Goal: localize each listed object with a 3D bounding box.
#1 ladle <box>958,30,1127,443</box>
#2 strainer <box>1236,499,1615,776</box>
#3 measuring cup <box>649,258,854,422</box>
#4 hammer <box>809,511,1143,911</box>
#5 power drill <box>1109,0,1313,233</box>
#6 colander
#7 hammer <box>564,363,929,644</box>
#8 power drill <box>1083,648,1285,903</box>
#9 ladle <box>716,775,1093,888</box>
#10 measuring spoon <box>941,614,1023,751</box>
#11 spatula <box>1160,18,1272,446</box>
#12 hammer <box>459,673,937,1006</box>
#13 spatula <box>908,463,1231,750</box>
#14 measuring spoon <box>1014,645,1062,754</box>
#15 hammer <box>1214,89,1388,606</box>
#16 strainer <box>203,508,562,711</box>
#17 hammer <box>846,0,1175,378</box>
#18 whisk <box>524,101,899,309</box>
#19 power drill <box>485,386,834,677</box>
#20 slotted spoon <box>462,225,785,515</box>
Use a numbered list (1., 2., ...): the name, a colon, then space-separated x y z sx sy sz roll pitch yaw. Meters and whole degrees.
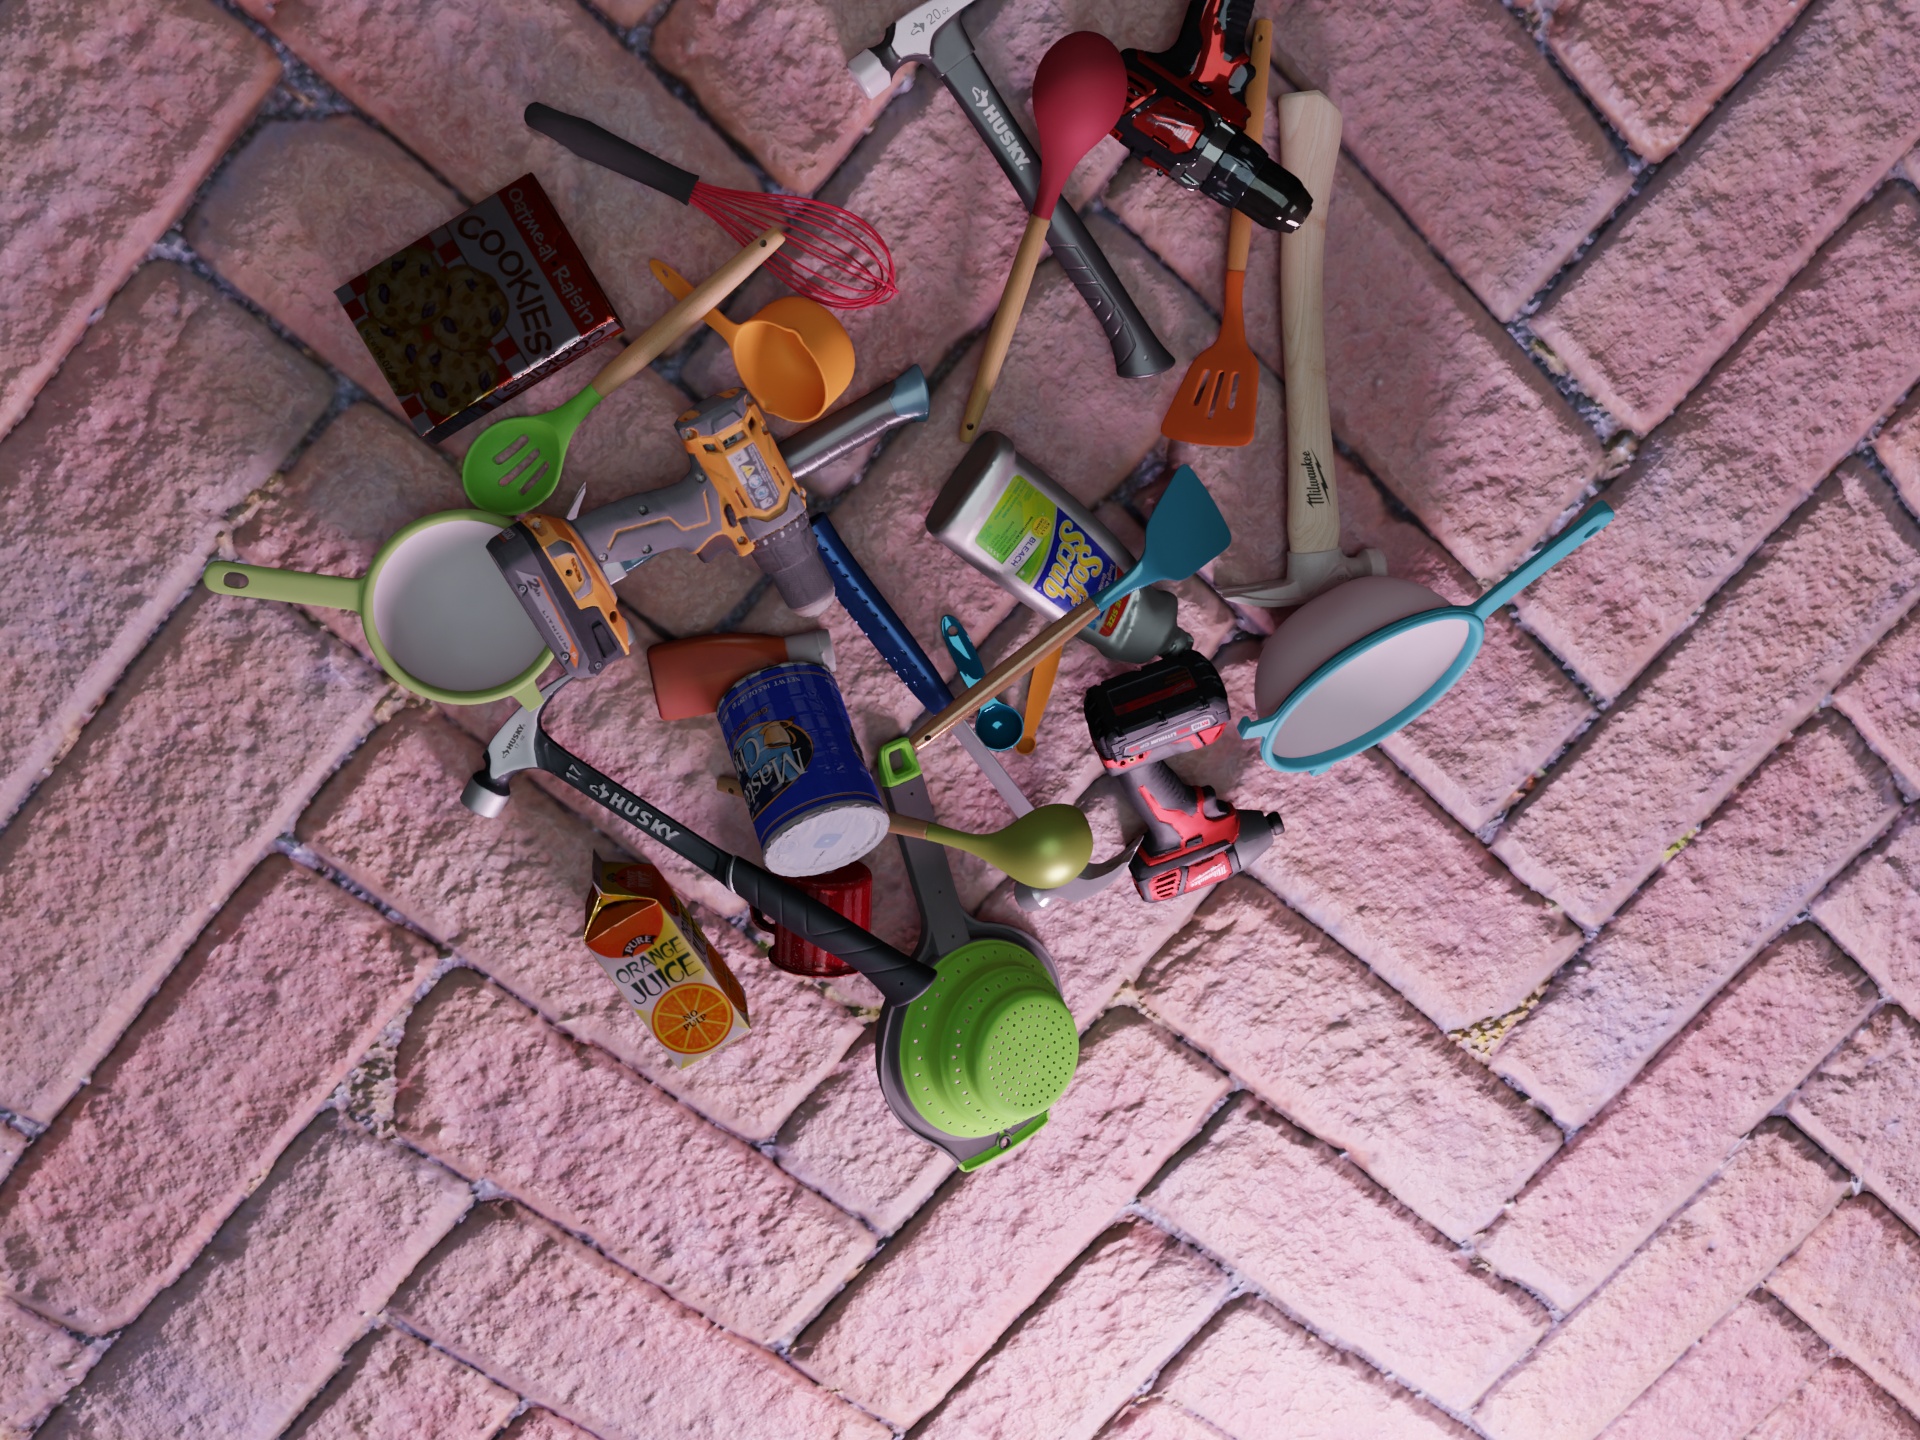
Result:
1. ladle: 0.051 -0.357 1.206 0.069 0.031 0.315 17 115 -7
2. strainer: 0.373 -0.093 1.325 0.340 0.095 0.210 -40 151 17
3. measuring cup: -0.155 -0.303 1.205 0.173 0.095 0.052 40 56 2
4. hammer: -0.002 -0.004 1.325 0.144 0.035 0.405 -22 113 43
5. power drill: 0.226 -0.496 1.182 0.188 0.080 0.226 33 103 -4
6. colander: 0.013 0.205 1.368 0.204 0.094 0.397 -23 104 -31
7. hammer: -0.169 -0.184 1.257 0.331 0.033 0.128 -29 113 0
8. power drill: 0.196 0.055 1.371 0.143 0.079 0.219 -20 126 3
9. ladle: -0.048 0.078 1.320 0.320 0.062 0.078 12 127 13
10. measuring spoon: 0.015 -0.034 1.358 0.042 0.021 0.128 -25 103 4
11. spatula: 0.217 -0.380 1.254 0.081 0.041 0.322 13 108 30
12. hammer: -0.198 0.110 1.296 0.409 0.036 0.149 32 99 -2
13. spatula: 0.085 -0.078 1.279 0.317 0.044 0.082 -37 115 0
14. measuring spoon: 0.067 -0.026 1.373 0.021 0.011 0.117 11 103 -15
15. hammer: 0.273 -0.294 1.302 0.146 0.038 0.410 -9 110 -6
16. strainer: -0.431 -0.098 1.207 0.256 0.069 0.151 6 104 -20
17. hammer: 0.068 -0.404 1.223 0.146 0.035 0.334 -37 112 4
18. whisk: -0.179 -0.382 1.172 0.295 0.073 0.073 23 104 -12
19. power drill: -0.215 -0.119 1.200 0.226 0.084 0.185 -33 115 -12
20. slotted spoon: -0.250 -0.261 1.186 0.313 0.031 0.070 -36 92 16
